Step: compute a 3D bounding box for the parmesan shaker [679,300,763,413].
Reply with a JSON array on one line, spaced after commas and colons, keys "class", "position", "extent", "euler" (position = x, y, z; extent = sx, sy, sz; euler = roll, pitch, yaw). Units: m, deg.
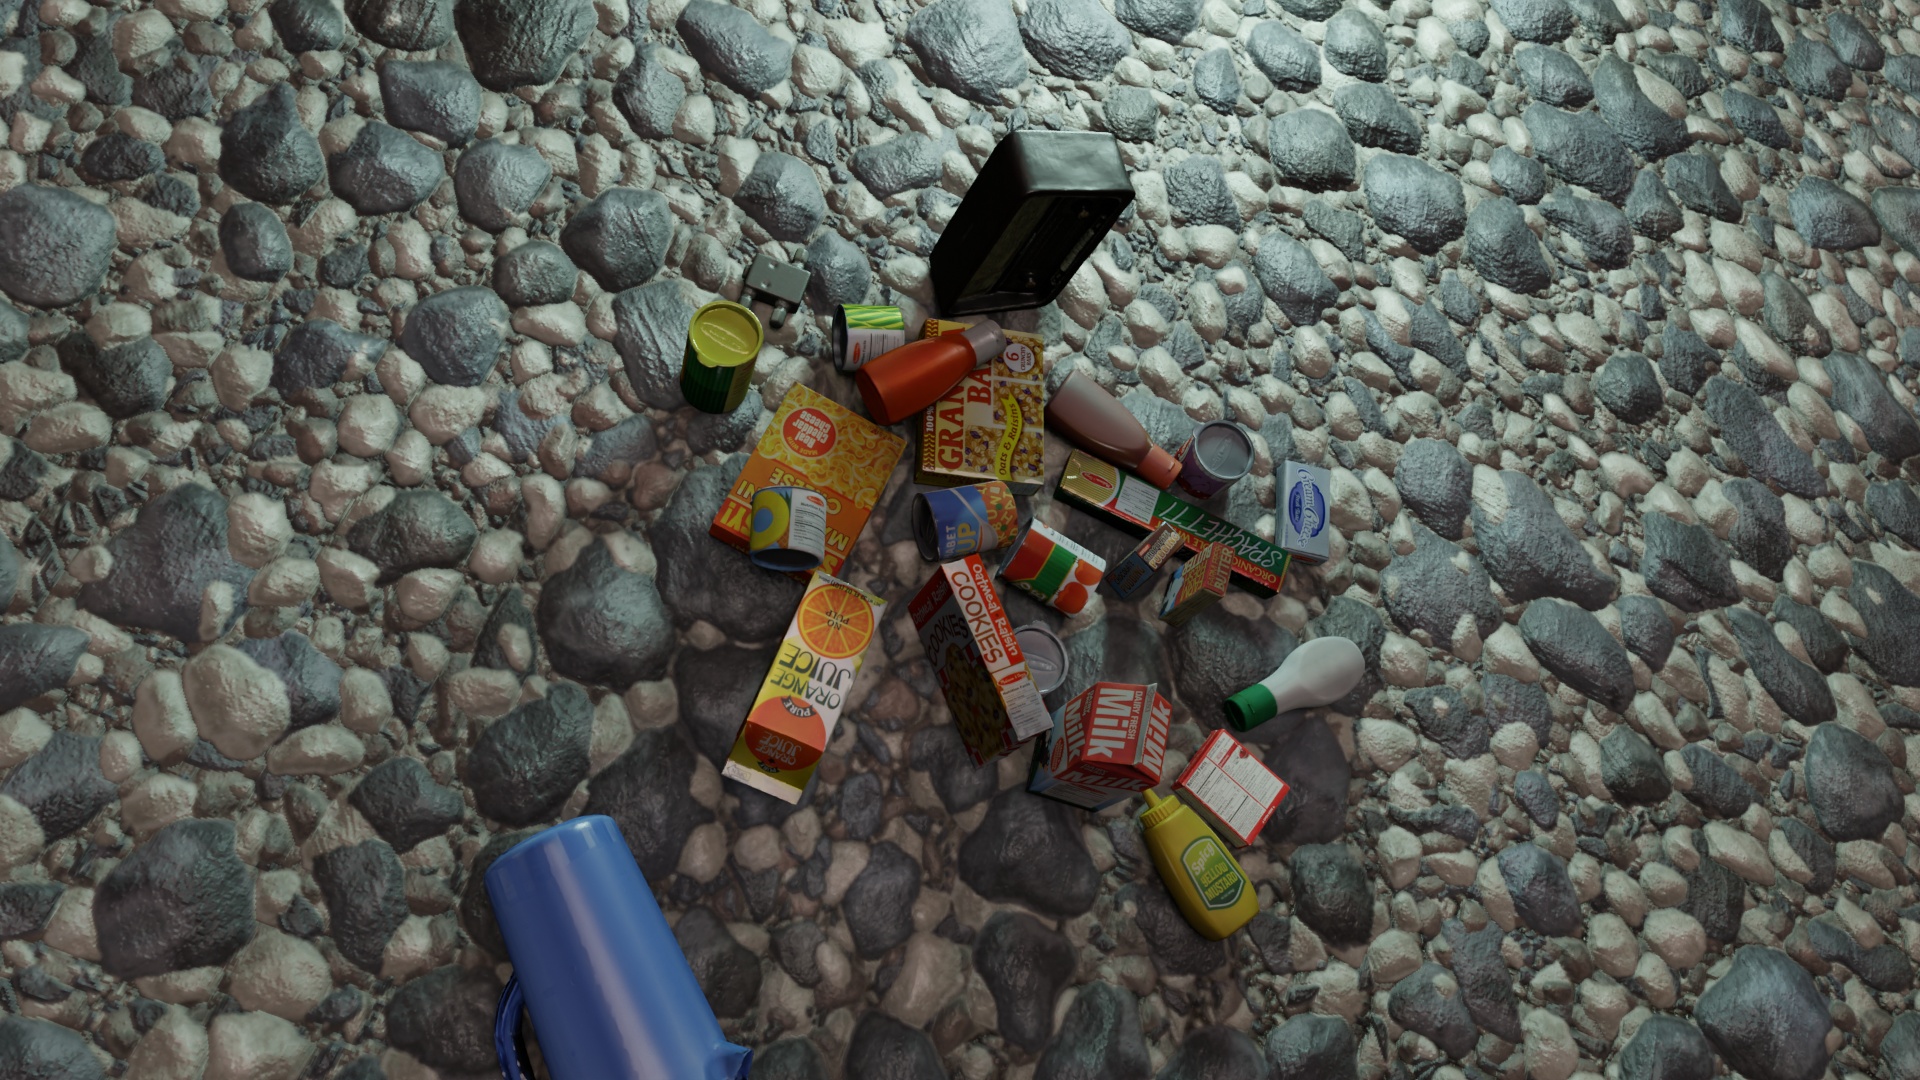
[{"class": "parmesan shaker", "position": [-0.224, -0.165, 1.282], "extent": [0.071, 0.102, 0.071], "euler": [6, 68, -15]}]

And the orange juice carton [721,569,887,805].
[{"class": "orange juice carton", "position": [-0.137, 0.130, 1.212], "extent": [0.072, 0.072, 0.193], "euler": [25, 65, -7]}]

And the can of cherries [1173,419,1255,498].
[{"class": "can of cherries", "position": [0.257, -0.084, 1.421], "extent": [0.071, 0.058, 0.072], "euler": [5, 70, -14]}]

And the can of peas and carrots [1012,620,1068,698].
[{"class": "can of peas and carrots", "position": [0.060, 0.115, 1.285], "extent": [0.071, 0.058, 0.071], "euler": [6, 68, -15]}]

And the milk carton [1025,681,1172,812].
[{"class": "milk carton", "position": [0.126, 0.179, 1.208], "extent": [0.073, 0.189, 0.072], "euler": [19, 66, -10]}]

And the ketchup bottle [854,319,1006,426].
[{"class": "ketchup bottle", "position": [-0.025, -0.166, 1.330], "extent": [0.149, 0.043, 0.064], "euler": [-29, 98, -22]}]

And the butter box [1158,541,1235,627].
[{"class": "butter box", "position": [0.228, 0.043, 1.339], "extent": [0.024, 0.103, 0.053], "euler": [22, 65, -9]}]

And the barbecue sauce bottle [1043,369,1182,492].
[{"class": "barbecue sauce bottle", "position": [0.156, -0.107, 1.407], "extent": [0.148, 0.043, 0.065], "euler": [37, 64, -1]}]

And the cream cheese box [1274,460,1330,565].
[{"class": "cream cheese box", "position": [0.357, -0.029, 1.449], "extent": [0.053, 0.024, 0.104], "euler": [12, 67, -12]}]

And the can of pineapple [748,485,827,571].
[{"class": "can of pineapple", "position": [-0.153, -0.009, 1.220], "extent": [0.071, 0.070, 0.058], "euler": [6, 69, -14]}]

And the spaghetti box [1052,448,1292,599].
[{"class": "spaghetti box", "position": [0.214, -0.015, 1.398], "extent": [0.250, 0.028, 0.050], "euler": [25, 65, -6]}]

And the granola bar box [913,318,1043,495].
[{"class": "granola bar box", "position": [0.019, -0.131, 1.378], "extent": [0.124, 0.039, 0.166], "euler": [6, 68, -13]}]

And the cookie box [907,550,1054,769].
[{"class": "cookie box", "position": [0.015, 0.108, 1.238], "extent": [0.040, 0.122, 0.167], "euler": [-18, 76, -23]}]

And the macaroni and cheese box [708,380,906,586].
[{"class": "macaroni and cheese box", "position": [-0.141, -0.049, 1.298], "extent": [0.124, 0.040, 0.167], "euler": [28, 64, -5]}]

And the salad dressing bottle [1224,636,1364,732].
[{"class": "salad dressing bottle", "position": [0.328, 0.143, 1.365], "extent": [0.148, 0.044, 0.064], "euler": [-22, 80, -22]}]

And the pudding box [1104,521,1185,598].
[{"class": "pudding box", "position": [0.178, 0.019, 1.343], "extent": [0.030, 0.083, 0.050], "euler": [47, 65, 4]}]

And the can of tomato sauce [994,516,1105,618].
[{"class": "can of tomato sauce", "position": [0.086, 0.028, 1.323], "extent": [0.083, 0.071, 0.071], "euler": [31, 65, -4]}]

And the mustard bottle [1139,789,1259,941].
[{"class": "mustard bottle", "position": [0.206, 0.285, 1.269], "extent": [0.065, 0.048, 0.160], "euler": [-30, 81, -26]}]

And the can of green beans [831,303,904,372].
[{"class": "can of green beans", "position": [-0.090, -0.197, 1.355], "extent": [0.058, 0.071, 0.071], "euler": [-1, 70, -18]}]

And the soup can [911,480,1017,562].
[{"class": "soup can", "position": [0.005, -0.016, 1.314], "extent": [0.084, 0.071, 0.071], "euler": [-10, 73, -20]}]
